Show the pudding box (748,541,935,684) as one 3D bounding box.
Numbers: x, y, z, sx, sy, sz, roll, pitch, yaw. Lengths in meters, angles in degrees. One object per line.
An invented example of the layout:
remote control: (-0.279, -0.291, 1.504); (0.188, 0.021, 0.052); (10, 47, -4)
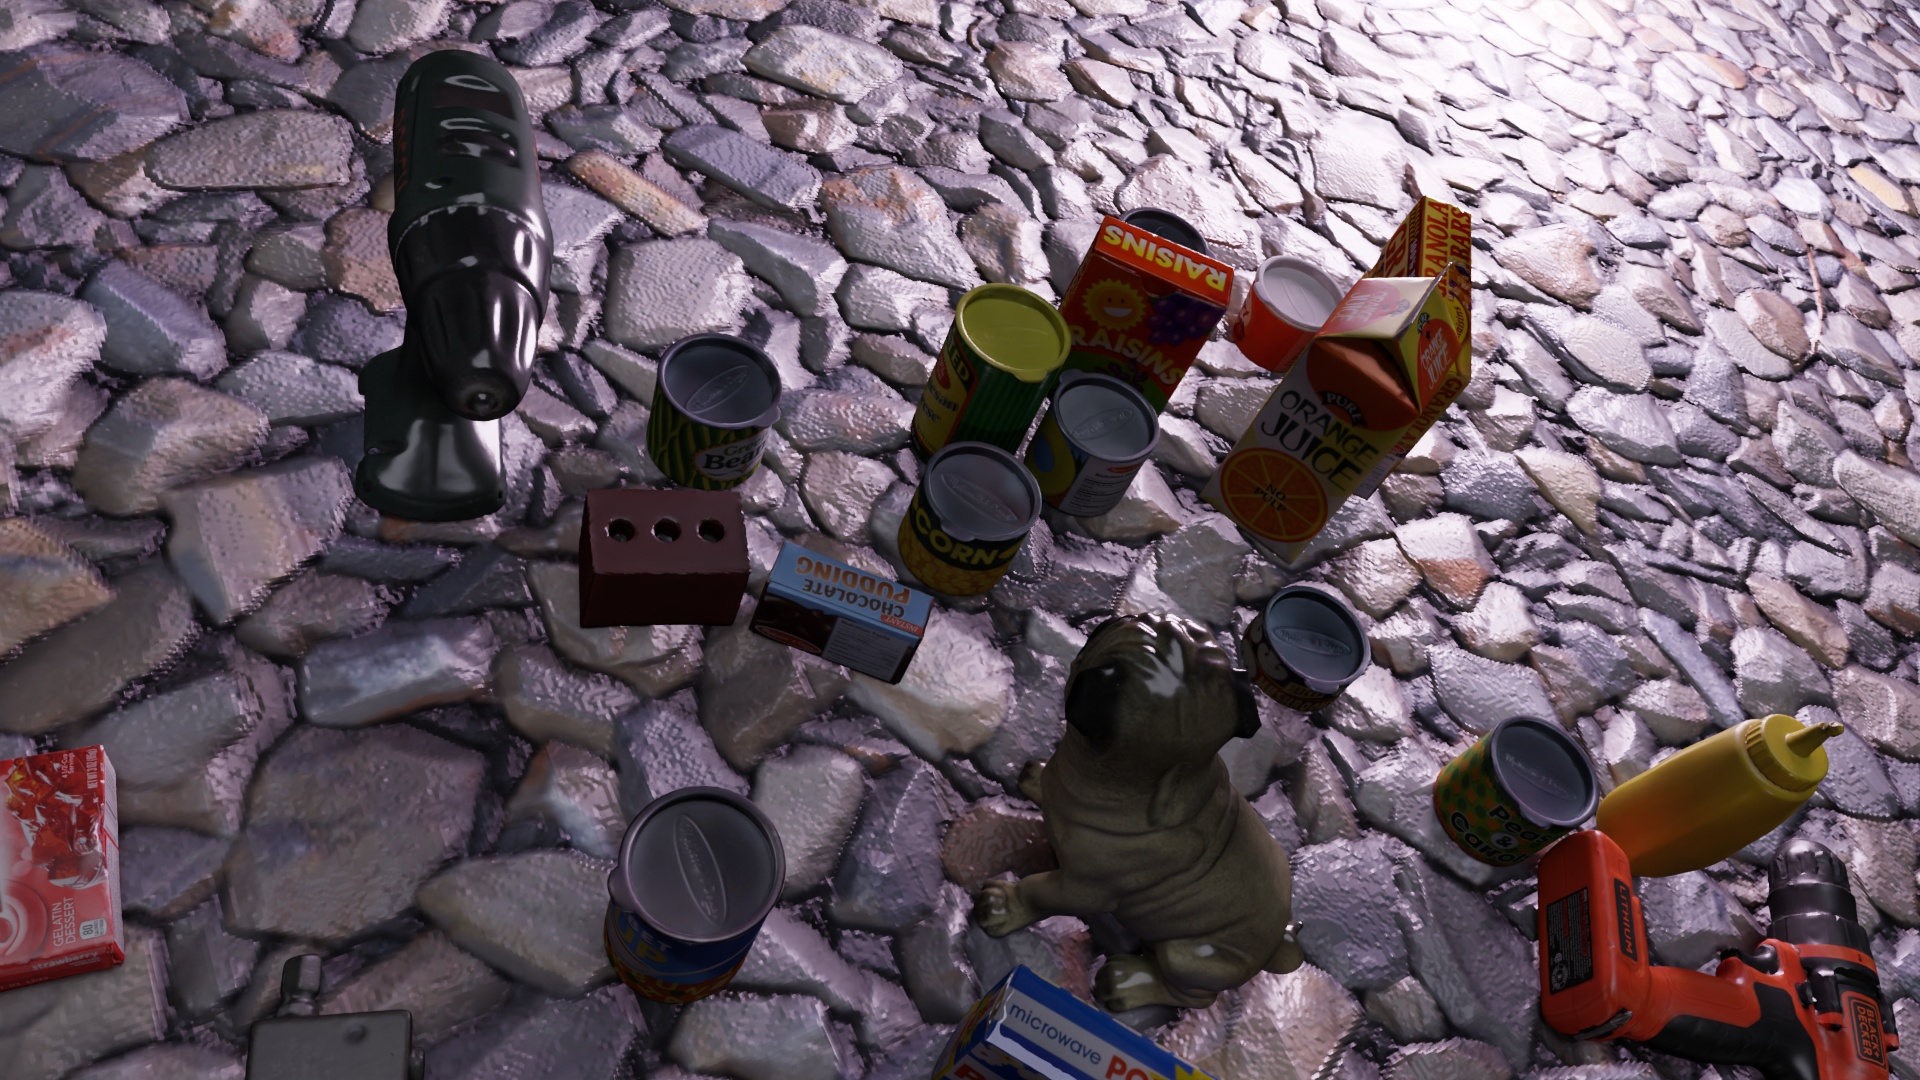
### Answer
pudding box: (-0.061, 0.038, 0.709); (0.084, 0.049, 0.030); (21, 51, -5)

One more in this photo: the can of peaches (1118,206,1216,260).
can of peaches: (0.127, -0.178, 0.931); (0.071, 0.057, 0.071); (10, 53, -13)

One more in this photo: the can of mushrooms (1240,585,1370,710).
can of mushrooms: (0.197, 0.064, 0.796); (0.071, 0.033, 0.071); (10, 53, -13)

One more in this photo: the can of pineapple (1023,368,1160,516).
can of pineapple: (0.076, -0.058, 0.824); (0.071, 0.057, 0.071); (10, 53, -13)

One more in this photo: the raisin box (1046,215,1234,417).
raisin box: (0.100, -0.127, 0.841); (0.086, 0.122, 0.040); (22, 51, -4)

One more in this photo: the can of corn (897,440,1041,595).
can of corn: (0.003, -0.010, 0.762); (0.071, 0.058, 0.071); (10, 53, -13)

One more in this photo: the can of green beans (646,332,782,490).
can of green beans: (-0.135, -0.069, 0.755); (0.071, 0.057, 0.071); (10, 53, -13)

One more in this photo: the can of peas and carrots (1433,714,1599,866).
can of peas and carrots: (0.304, 0.140, 0.764); (0.071, 0.058, 0.071); (10, 53, -13)

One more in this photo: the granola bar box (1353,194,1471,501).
granola bar box: (0.284, -0.127, 0.909); (0.039, 0.123, 0.166); (21, 51, -5)

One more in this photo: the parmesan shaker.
parmesan shaker: (0.015, -0.085, 0.793); (0.071, 0.102, 0.071); (10, 53, -13)

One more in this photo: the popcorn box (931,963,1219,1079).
popcorn box: (0.058, 0.237, 0.586); (0.127, 0.084, 0.038); (30, 51, 2)

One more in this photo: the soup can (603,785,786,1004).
soup can: (-0.117, 0.151, 0.585); (0.071, 0.083, 0.072); (10, 53, -13)

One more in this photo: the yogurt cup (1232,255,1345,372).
yogurt cup: (0.222, -0.152, 0.949); (0.072, 0.053, 0.073); (10, 53, -13)

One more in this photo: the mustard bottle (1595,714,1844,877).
mustard bottle: (0.413, 0.132, 0.745); (0.065, 0.159, 0.049); (8, 54, -15)

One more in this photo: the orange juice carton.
orange juice carton: (0.221, -0.078, 0.806); (0.073, 0.191, 0.072); (37, 52, 8)
